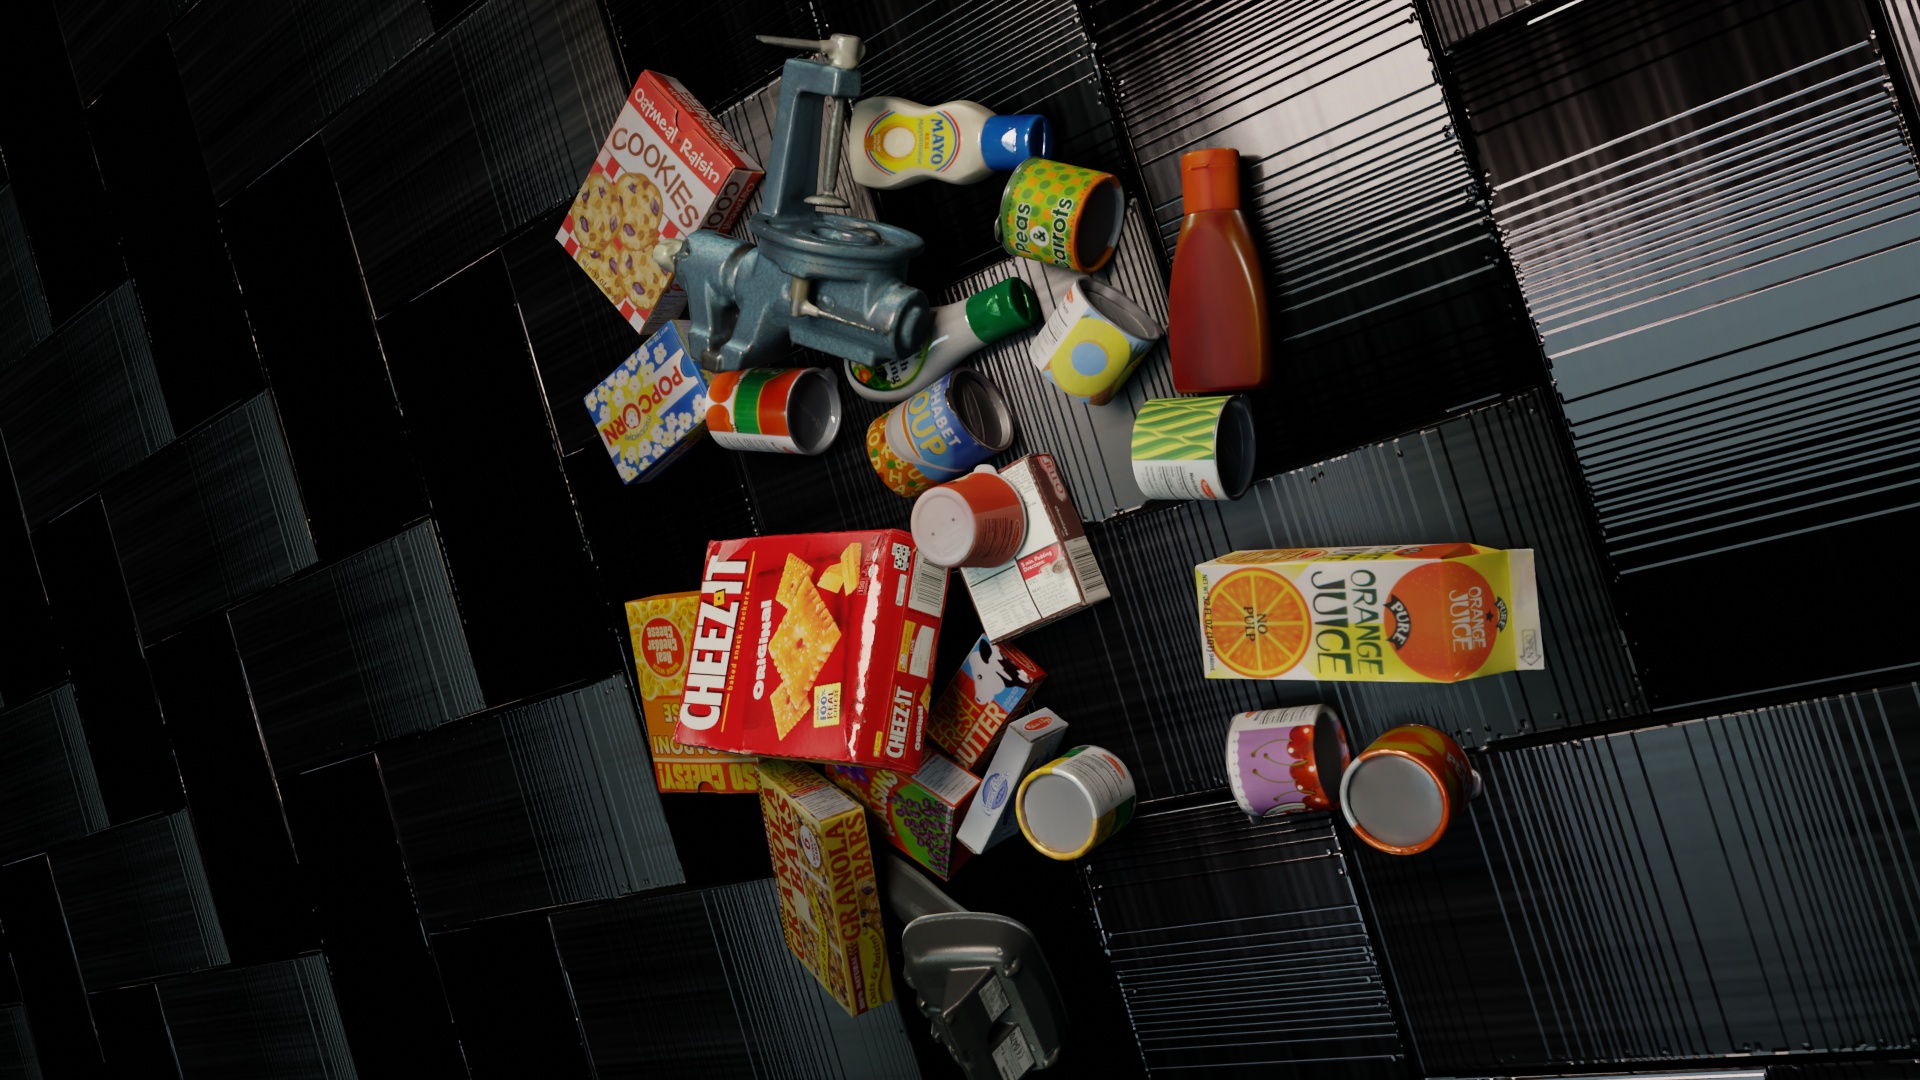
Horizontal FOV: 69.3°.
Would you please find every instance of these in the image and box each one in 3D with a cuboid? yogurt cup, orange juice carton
[{"bbox_3d":[0.003,-0.012,0.942,0.072,0.054,0.072,5,99,35],"label":"yogurt cup"},{"bbox_3d":[0.244,0.042,0.831,0.192,0.073,0.071,-2,96,33],"label":"orange juice carton"}]

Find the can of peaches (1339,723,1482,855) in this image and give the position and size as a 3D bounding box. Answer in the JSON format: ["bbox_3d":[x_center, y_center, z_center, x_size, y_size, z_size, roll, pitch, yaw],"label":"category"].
[{"bbox_3d":[0.272,0.150,0.839,0.071,0.058,0.071,6,101,33],"label":"can of peaches"}]

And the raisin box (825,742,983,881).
[{"bbox_3d":[-0.045,0.188,1.044,0.123,0.040,0.085,29,136,26],"label":"raisin box"}]

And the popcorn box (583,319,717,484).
[{"bbox_3d":[-0.246,-0.113,1.142,0.126,0.038,0.085,-34,78,32],"label":"popcorn box"}]

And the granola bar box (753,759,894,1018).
[{"bbox_3d":[-0.105,0.261,1.066,0.124,0.039,0.165,20,122,57],"label":"granola bar box"}]

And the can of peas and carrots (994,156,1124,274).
[{"bbox_3d":[0.065,-0.211,0.907,0.059,0.071,0.070,21,109,28],"label":"can of peas and carrots"}]

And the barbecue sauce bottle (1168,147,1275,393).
[{"bbox_3d":[0.161,-0.167,0.869,0.065,0.044,0.148,-1,96,33],"label":"barbecue sauce bottle"}]

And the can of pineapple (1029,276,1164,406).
[{"bbox_3d":[0.089,-0.129,0.909,0.071,0.071,0.057,46,120,18],"label":"can of pineapple"}]

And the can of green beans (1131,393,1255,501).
[{"bbox_3d":[0.148,-0.058,0.881,0.058,0.071,0.071,2,99,33],"label":"can of green beans"}]

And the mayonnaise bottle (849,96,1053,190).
[{"bbox_3d":[-0.008,-0.275,0.961,0.148,0.041,0.064,9,104,32],"label":"mayonnaise bottle"}]

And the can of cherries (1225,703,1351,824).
[{"bbox_3d":[0.208,0.141,0.874,0.058,0.072,0.071,-12,91,32],"label":"can of cherries"}]

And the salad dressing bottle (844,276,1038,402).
[{"bbox_3d":[-0.014,-0.144,0.985,0.147,0.044,0.064,-20,81,33],"label":"salad dressing bottle"}]

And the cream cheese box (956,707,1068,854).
[{"bbox_3d":[0.038,0.172,0.996,0.024,0.053,0.103,34,114,26],"label":"cream cheese box"}]

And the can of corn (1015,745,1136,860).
[{"bbox_3d":[0.079,0.184,0.968,0.071,0.058,0.071,6,100,32],"label":"can of corn"}]

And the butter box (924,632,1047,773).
[{"bbox_3d":[0.015,0.119,1.019,0.053,0.024,0.103,42,117,21],"label":"butter box"}]

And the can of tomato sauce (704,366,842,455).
[{"bbox_3d":[-0.143,-0.102,1.061,0.083,0.071,0.071,6,101,33],"label":"can of tomato sauce"}]

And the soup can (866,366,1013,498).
[{"bbox_3d":[-0.017,-0.076,0.981,0.083,0.071,0.071,-28,82,33],"label":"soup can"}]

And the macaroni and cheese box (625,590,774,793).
[{"bbox_3d":[-0.211,0.126,1.156,0.123,0.040,0.166,-7,94,34],"label":"macaroni and cheese box"}]

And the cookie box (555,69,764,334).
[{"bbox_3d":[-0.244,-0.269,1.115,0.123,0.040,0.166,48,119,18],"label":"cookie box"}]
